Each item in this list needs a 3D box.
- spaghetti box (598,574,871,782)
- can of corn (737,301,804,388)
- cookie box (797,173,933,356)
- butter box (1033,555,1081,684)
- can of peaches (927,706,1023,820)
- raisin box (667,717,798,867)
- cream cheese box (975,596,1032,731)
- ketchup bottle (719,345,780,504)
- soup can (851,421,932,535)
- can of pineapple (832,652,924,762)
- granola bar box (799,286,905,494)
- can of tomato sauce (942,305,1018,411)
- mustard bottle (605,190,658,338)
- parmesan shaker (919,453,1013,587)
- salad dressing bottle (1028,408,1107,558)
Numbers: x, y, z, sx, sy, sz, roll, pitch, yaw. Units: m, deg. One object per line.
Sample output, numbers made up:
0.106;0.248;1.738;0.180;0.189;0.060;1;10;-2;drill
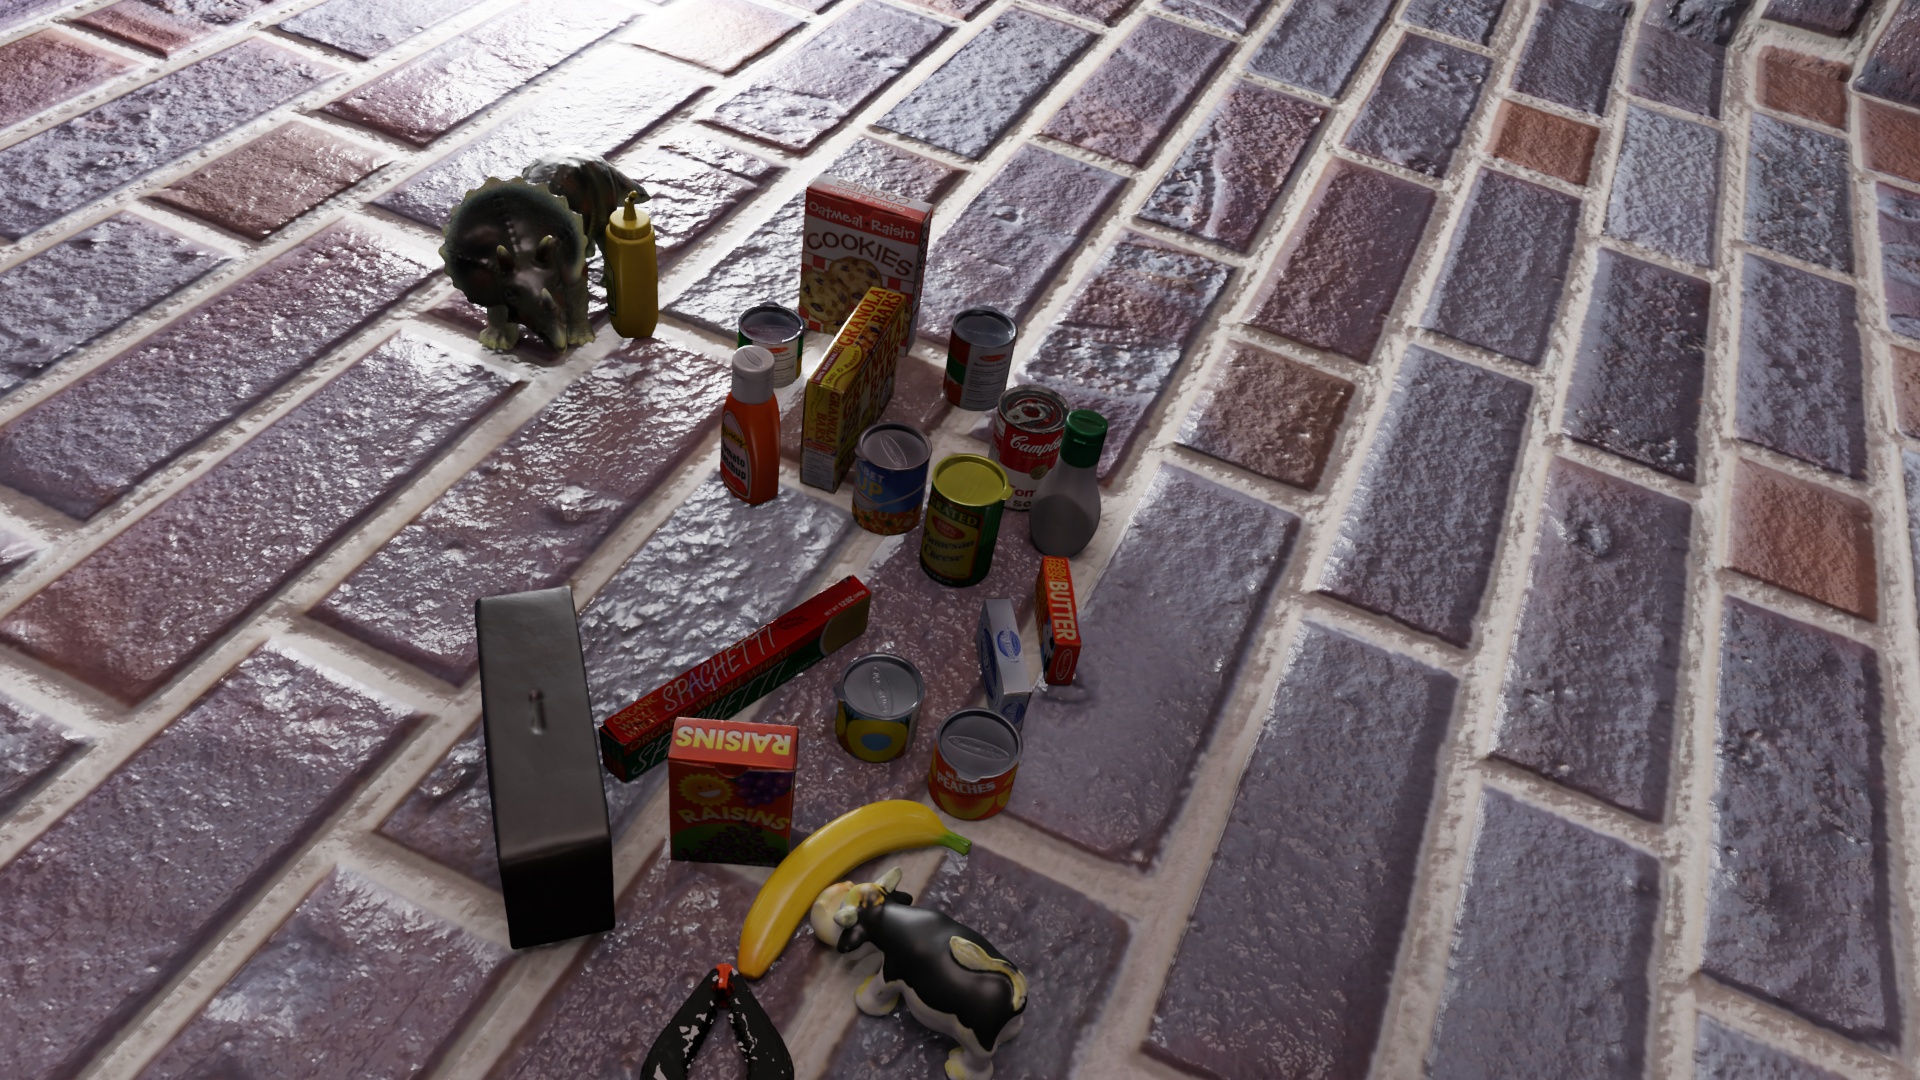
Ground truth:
-0.171;0.105;1.093;0.029;0.049;0.251;38;50;26;spaghetti box
-0.191;-0.196;1.393;0.071;0.058;0.071;6;44;-5;can of corn
-0.099;-0.279;1.418;0.123;0.166;0.040;17;44;6;cookie box
0.082;0.067;1.180;0.024;0.052;0.104;3;44;-8;butter box
0.010;0.172;1.055;0.071;0.057;0.071;6;44;-5;can of peaches
-0.159;0.178;0.968;0.086;0.122;0.040;6;44;-5;raisin box
0.034;0.102;1.135;0.024;0.053;0.104;0;45;-11;cream cheese box
-0.186;-0.104;1.234;0.044;0.148;0.065;-26;54;-32;ketchup bottle
-0.066;-0.055;1.254;0.071;0.083;0.072;6;44;-5;soup can
-0.065;0.130;1.083;0.071;0.057;0.071;6;44;-5;can of pineapple
-0.102;-0.144;1.309;0.039;0.123;0.166;18;44;7;granola bar box
0.019;-0.184;1.404;0.071;0.082;0.071;6;44;-5;can of tomato sauce
-0.327;-0.278;1.378;0.049;0.159;0.065;-11;48;-21;mustard bottle
0.004;-0.015;1.213;0.071;0.102;0.072;6;44;-5;parmesan shaker
0.099;-0.049;1.235;0.064;0.146;0.044;20;44;9;salad dressing bottle
